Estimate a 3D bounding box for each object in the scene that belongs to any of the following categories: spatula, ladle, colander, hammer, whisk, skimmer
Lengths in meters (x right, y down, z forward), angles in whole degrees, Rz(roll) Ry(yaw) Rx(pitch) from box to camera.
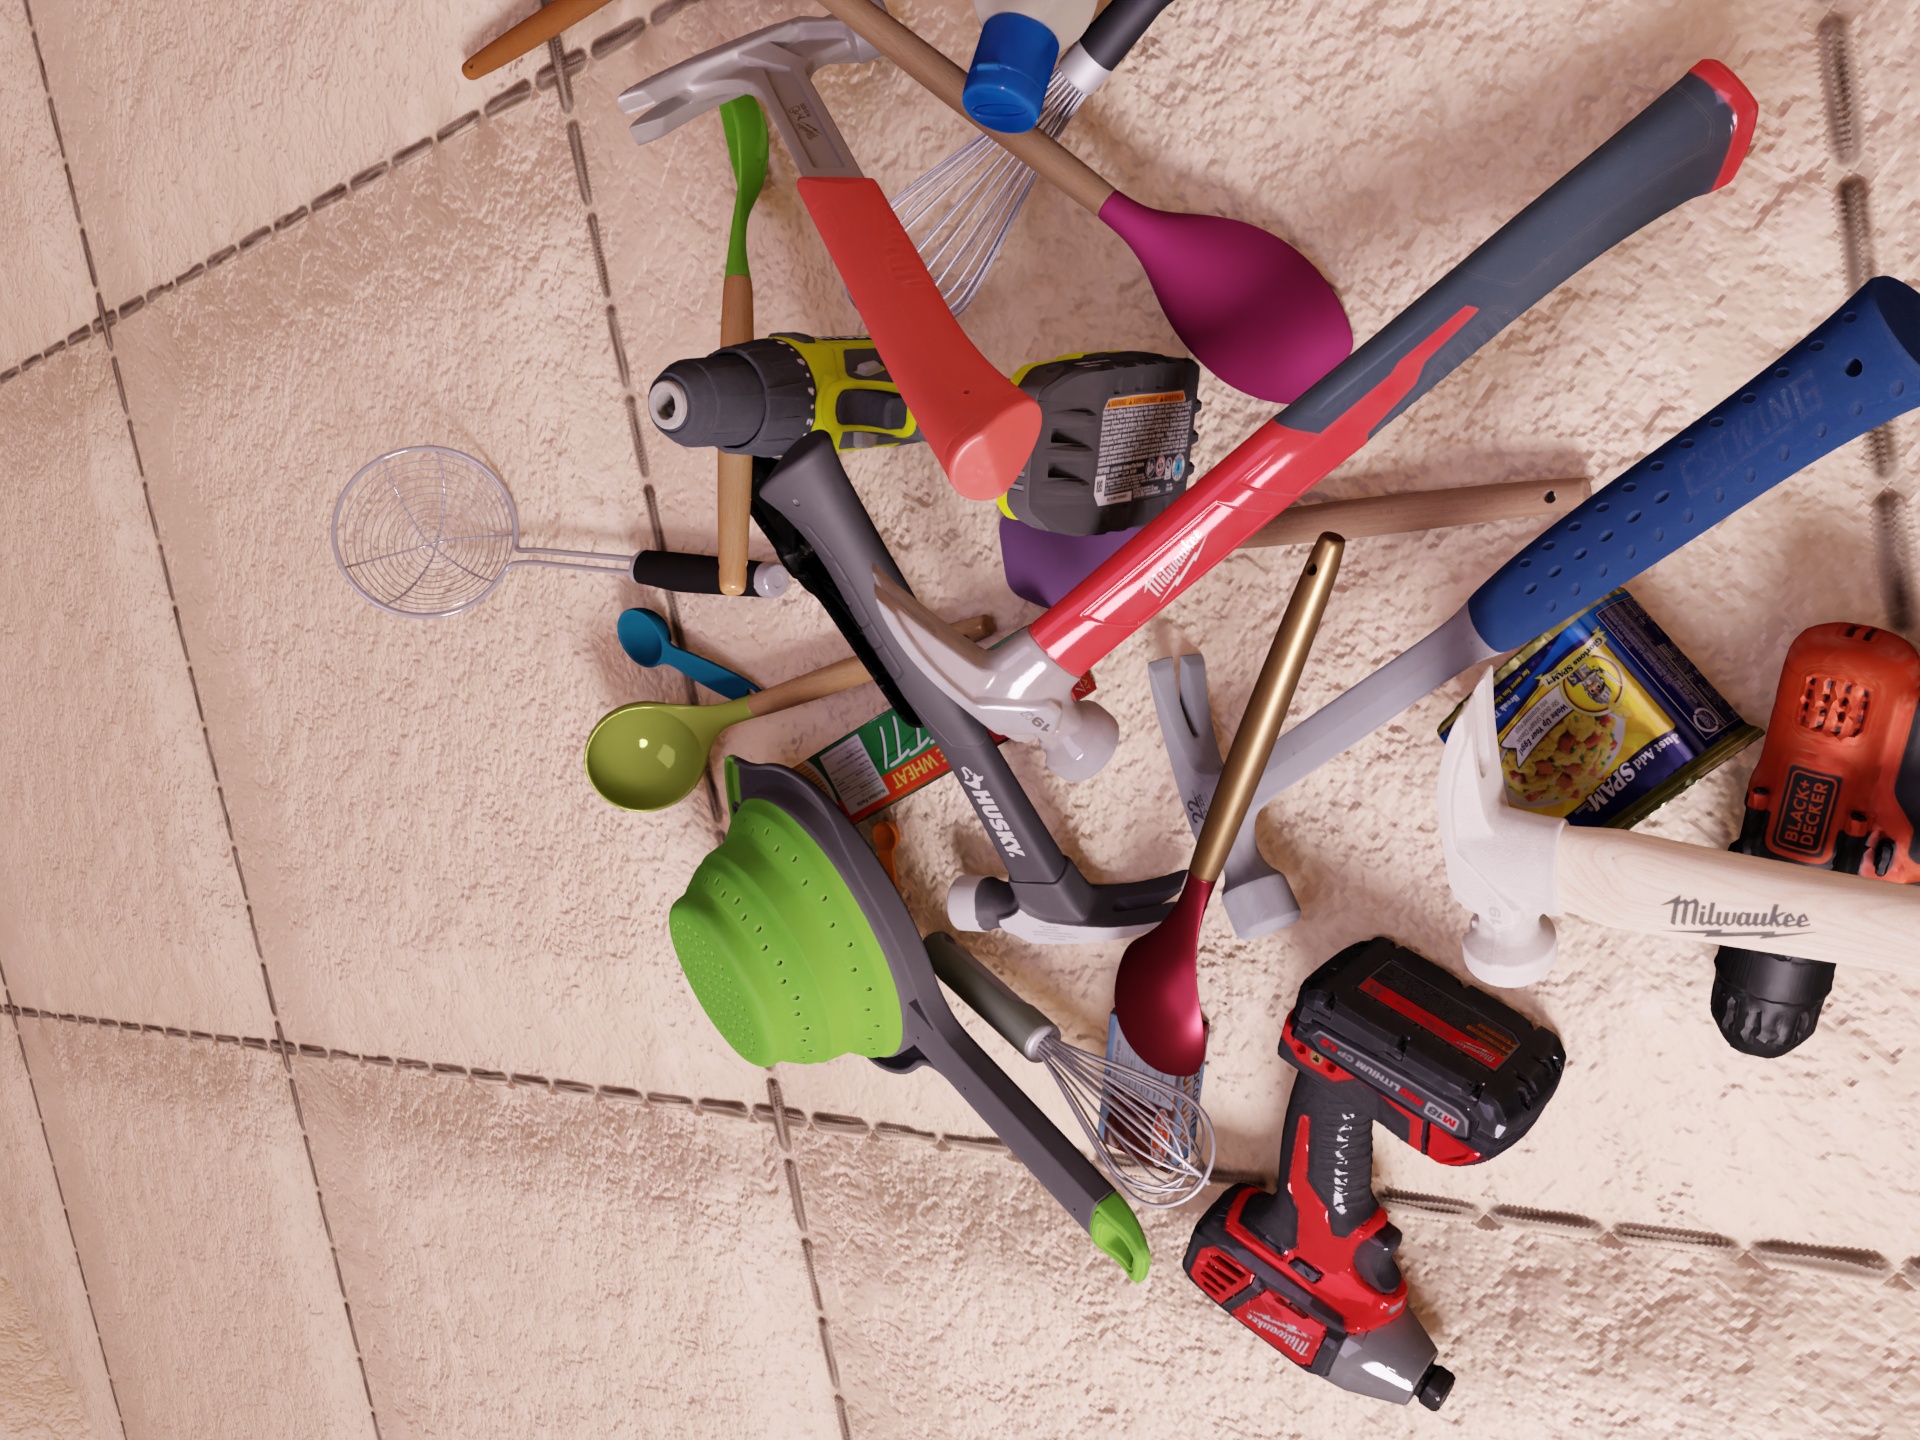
[{"bbox_3d":[0.143,-0.090,0.767,0.316,0.018,0.059,-3,101,41],"label":"spatula"},{"bbox_3d":[0.123,0.052,0.744,0.069,0.031,0.315,47,135,40],"label":"ladle"},{"bbox_3d":[-0.056,0.180,0.891,0.397,0.094,0.204,42,148,34],"label":"colander"},{"bbox_3d":[-0.001,-0.003,0.787,0.146,0.035,0.334,-1,134,34],"label":"hammer"},{"bbox_3d":[0.039,-0.294,0.775,0.284,0.070,0.070,-42,75,34],"label":"whisk"},{"bbox_3d":[0.361,0.071,0.520,0.411,0.038,0.146,10,135,35],"label":"hammer"},{"bbox_3d":[0.139,-0.129,0.652,0.386,0.143,0.038,-40,31,20],"label":"hammer"},{"bbox_3d":[0.051,0.181,0.871,0.059,0.057,0.247,-55,43,0],"label":"whisk"},{"bbox_3d":[-0.207,-0.440,0.959,0.323,0.041,0.081,-2,101,44],"label":"spatula"},{"bbox_3d":[-0.274,-0.117,1.056,0.363,0.090,0.127,9,76,35],"label":"skimmer"},{"bbox_3d":[-0.111,-0.007,0.972,0.320,0.062,0.078,-17,124,36],"label":"ladle"},{"bbox_3d":[0.202,-0.039,0.642,0.405,0.035,0.144,-45,61,54],"label":"hammer"},{"bbox_3d":[-0.055,-0.224,0.737,0.036,0.149,0.359,68,179,-52],"label":"hammer"}]

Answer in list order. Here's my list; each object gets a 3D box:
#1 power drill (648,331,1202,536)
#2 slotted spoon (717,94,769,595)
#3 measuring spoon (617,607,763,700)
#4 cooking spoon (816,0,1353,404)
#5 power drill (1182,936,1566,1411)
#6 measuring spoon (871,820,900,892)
[{"bbox_3d":[-0.018,-0.148,0.775,0.229,0.190,0.080,15,110,31],"label":"power drill"},{"bbox_3d":[-0.121,-0.215,0.866,0.070,0.031,0.314,104,165,-72],"label":"slotted spoon"},{"bbox_3d":[-0.171,-0.040,1.045,0.129,0.021,0.042,26,129,21],"label":"measuring spoon"},{"bbox_3d":[0.048,-0.257,0.746,0.319,0.017,0.068,39,123,5],"label":"cooking spoon"},{"bbox_3d":[0.200,0.230,0.773,0.143,0.078,0.219,31,123,30],"label":"power drill"},{"bbox_3d":[-0.041,0.116,0.983,0.021,0.011,0.117,10,112,37],"label":"measuring spoon"}]
